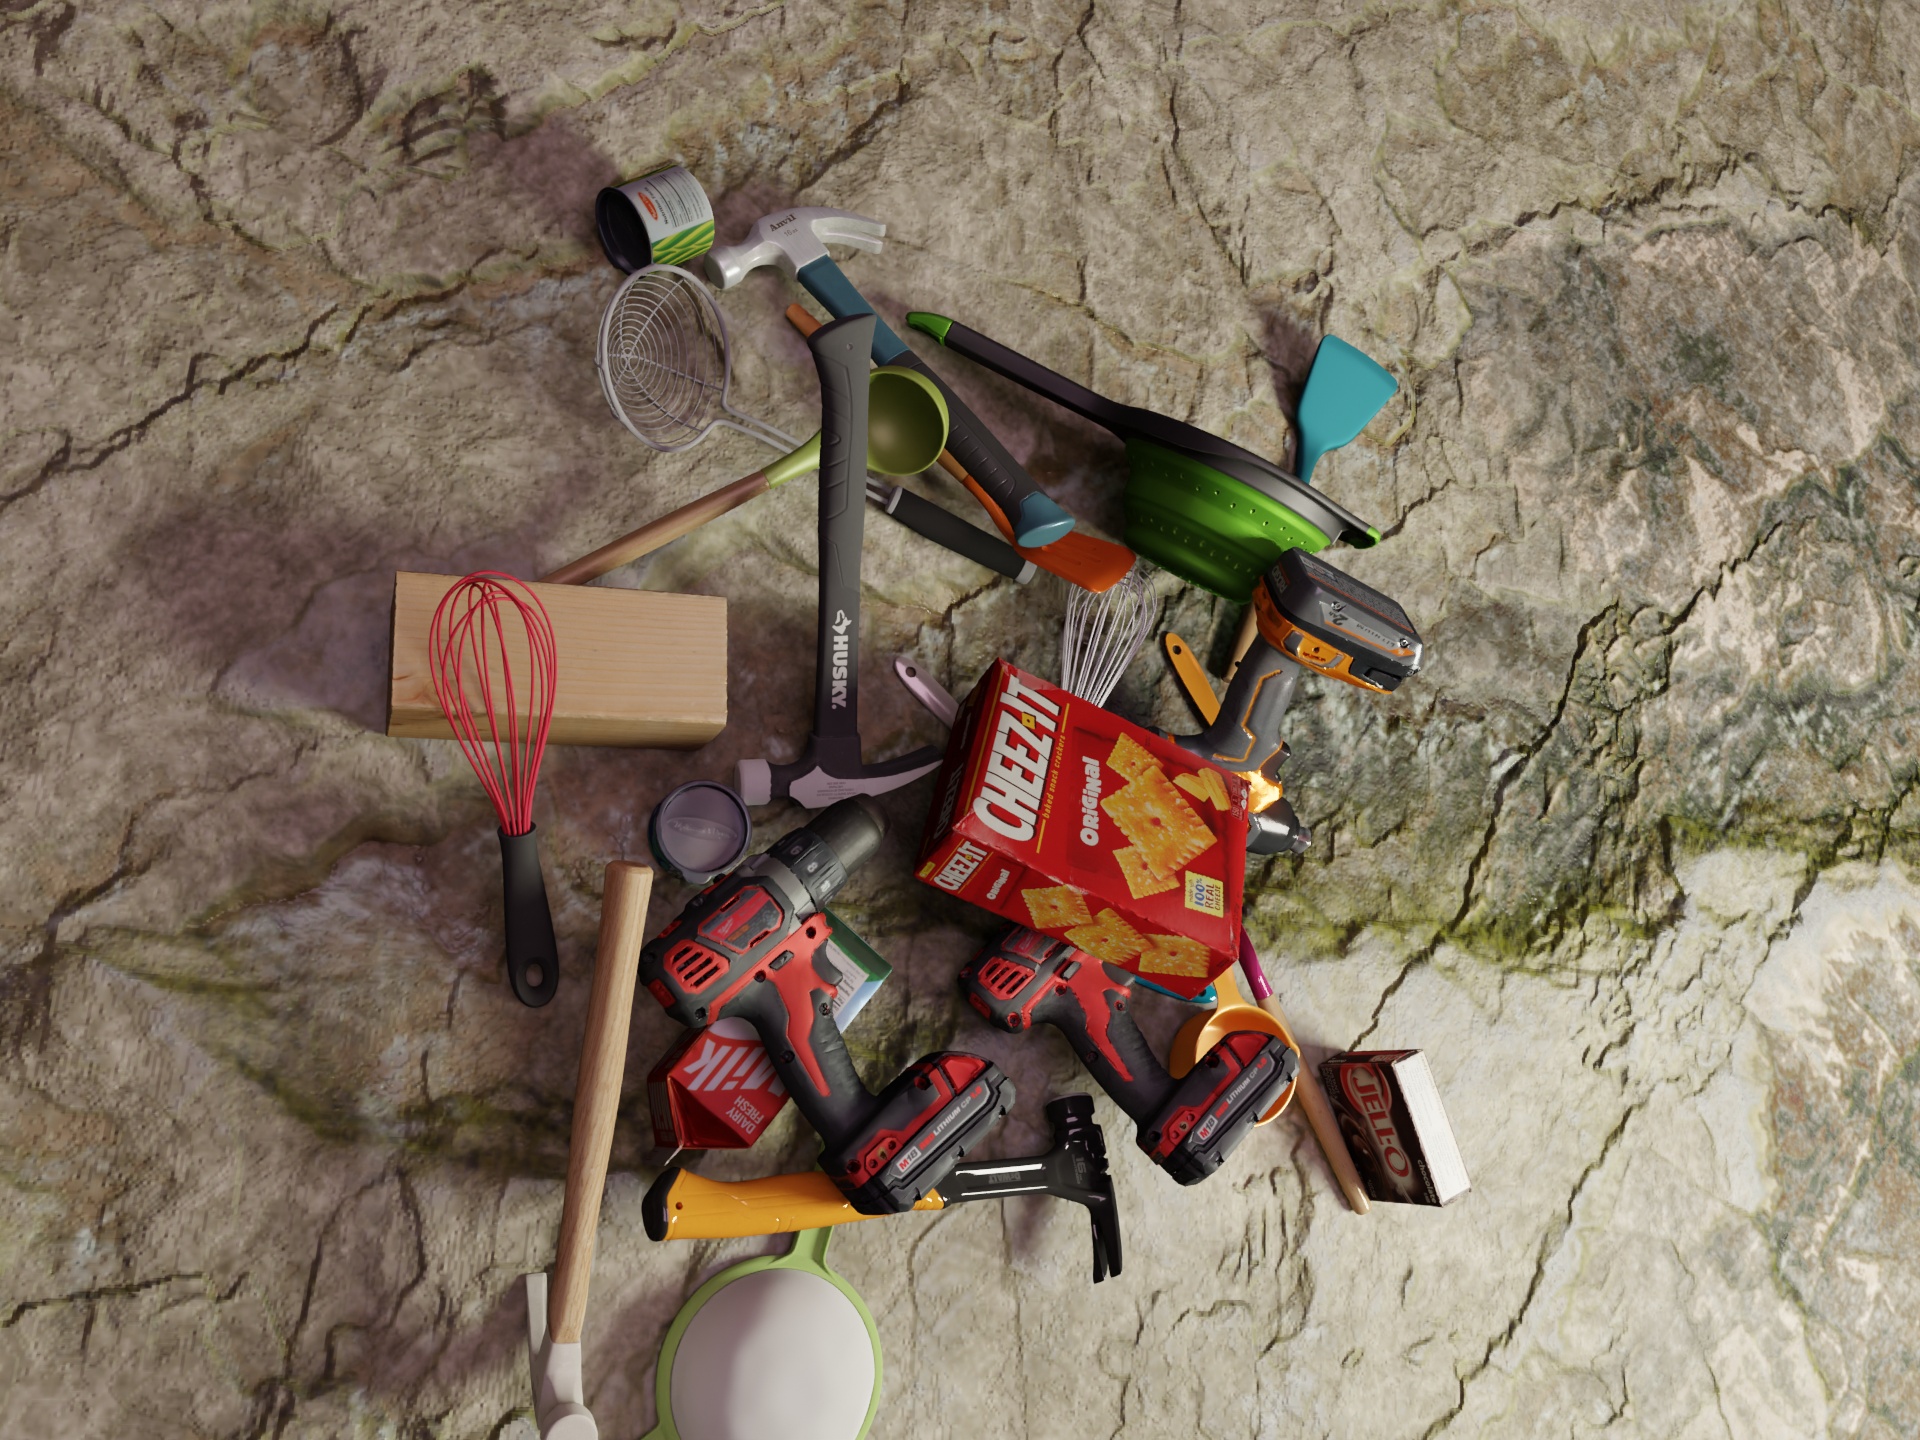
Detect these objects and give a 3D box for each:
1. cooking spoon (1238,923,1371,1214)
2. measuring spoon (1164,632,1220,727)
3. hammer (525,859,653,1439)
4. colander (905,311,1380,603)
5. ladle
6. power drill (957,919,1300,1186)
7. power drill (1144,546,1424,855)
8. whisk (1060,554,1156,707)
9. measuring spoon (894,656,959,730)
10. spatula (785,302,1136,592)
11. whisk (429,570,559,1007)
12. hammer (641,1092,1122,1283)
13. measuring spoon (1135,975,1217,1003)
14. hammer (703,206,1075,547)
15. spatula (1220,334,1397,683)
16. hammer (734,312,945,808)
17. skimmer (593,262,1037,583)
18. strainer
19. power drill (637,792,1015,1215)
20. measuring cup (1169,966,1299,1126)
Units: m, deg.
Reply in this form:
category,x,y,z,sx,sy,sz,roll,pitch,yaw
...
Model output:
category,x,y,z,sx,sy,sz,roll,pitch,yaw
cooking spoon,0.241,0.232,1.209,0.017,0.069,0.319,-25,93,3
measuring spoon,0.192,-0.017,1.266,0.021,0.011,0.117,-26,85,-26
hammer,-0.218,0.247,0.936,0.031,0.130,0.331,8,91,-22
colander,0.119,-0.190,1.219,0.397,0.204,0.094,28,95,4
ladle,-0.154,-0.151,1.083,0.320,0.062,0.078,-28,113,-9
power drill,0.121,0.205,1.114,0.220,0.078,0.143,41,73,14
power drill,0.240,0.001,1.184,0.164,0.226,0.084,26,27,-16
whisk,0.084,0.004,1.194,0.070,0.070,0.285,24,75,-16
measuring spoon,-0.002,-0.004,1.176,0.124,0.018,0.034,44,66,-7
spatula,-0.007,-0.205,1.189,0.322,0.041,0.081,43,38,2
whisk,-0.272,0.049,0.964,0.073,0.073,0.295,-12,117,-24
hammer,-0.042,0.314,1.035,0.336,0.034,0.127,5,61,-30
measuring spoon,0.140,0.187,1.187,0.128,0.021,0.042,20,71,-16
hammer,-0.039,-0.252,1.166,0.128,0.033,0.331,-36,78,-22
spatula,0.276,-0.170,1.317,0.082,0.044,0.318,30,69,-17
hammer,-0.076,-0.104,1.077,0.146,0.035,0.334,-2,106,-18
skimmer,-0.092,-0.196,1.144,0.363,0.090,0.127,26,69,-15
strainer,-0.098,0.371,1.020,0.151,0.069,0.256,21,72,-17
power drill,-0.067,0.173,0.998,0.188,0.080,0.226,-40,90,-25
measuring cup,0.189,0.216,1.186,0.095,0.052,0.174,-9,79,-24
